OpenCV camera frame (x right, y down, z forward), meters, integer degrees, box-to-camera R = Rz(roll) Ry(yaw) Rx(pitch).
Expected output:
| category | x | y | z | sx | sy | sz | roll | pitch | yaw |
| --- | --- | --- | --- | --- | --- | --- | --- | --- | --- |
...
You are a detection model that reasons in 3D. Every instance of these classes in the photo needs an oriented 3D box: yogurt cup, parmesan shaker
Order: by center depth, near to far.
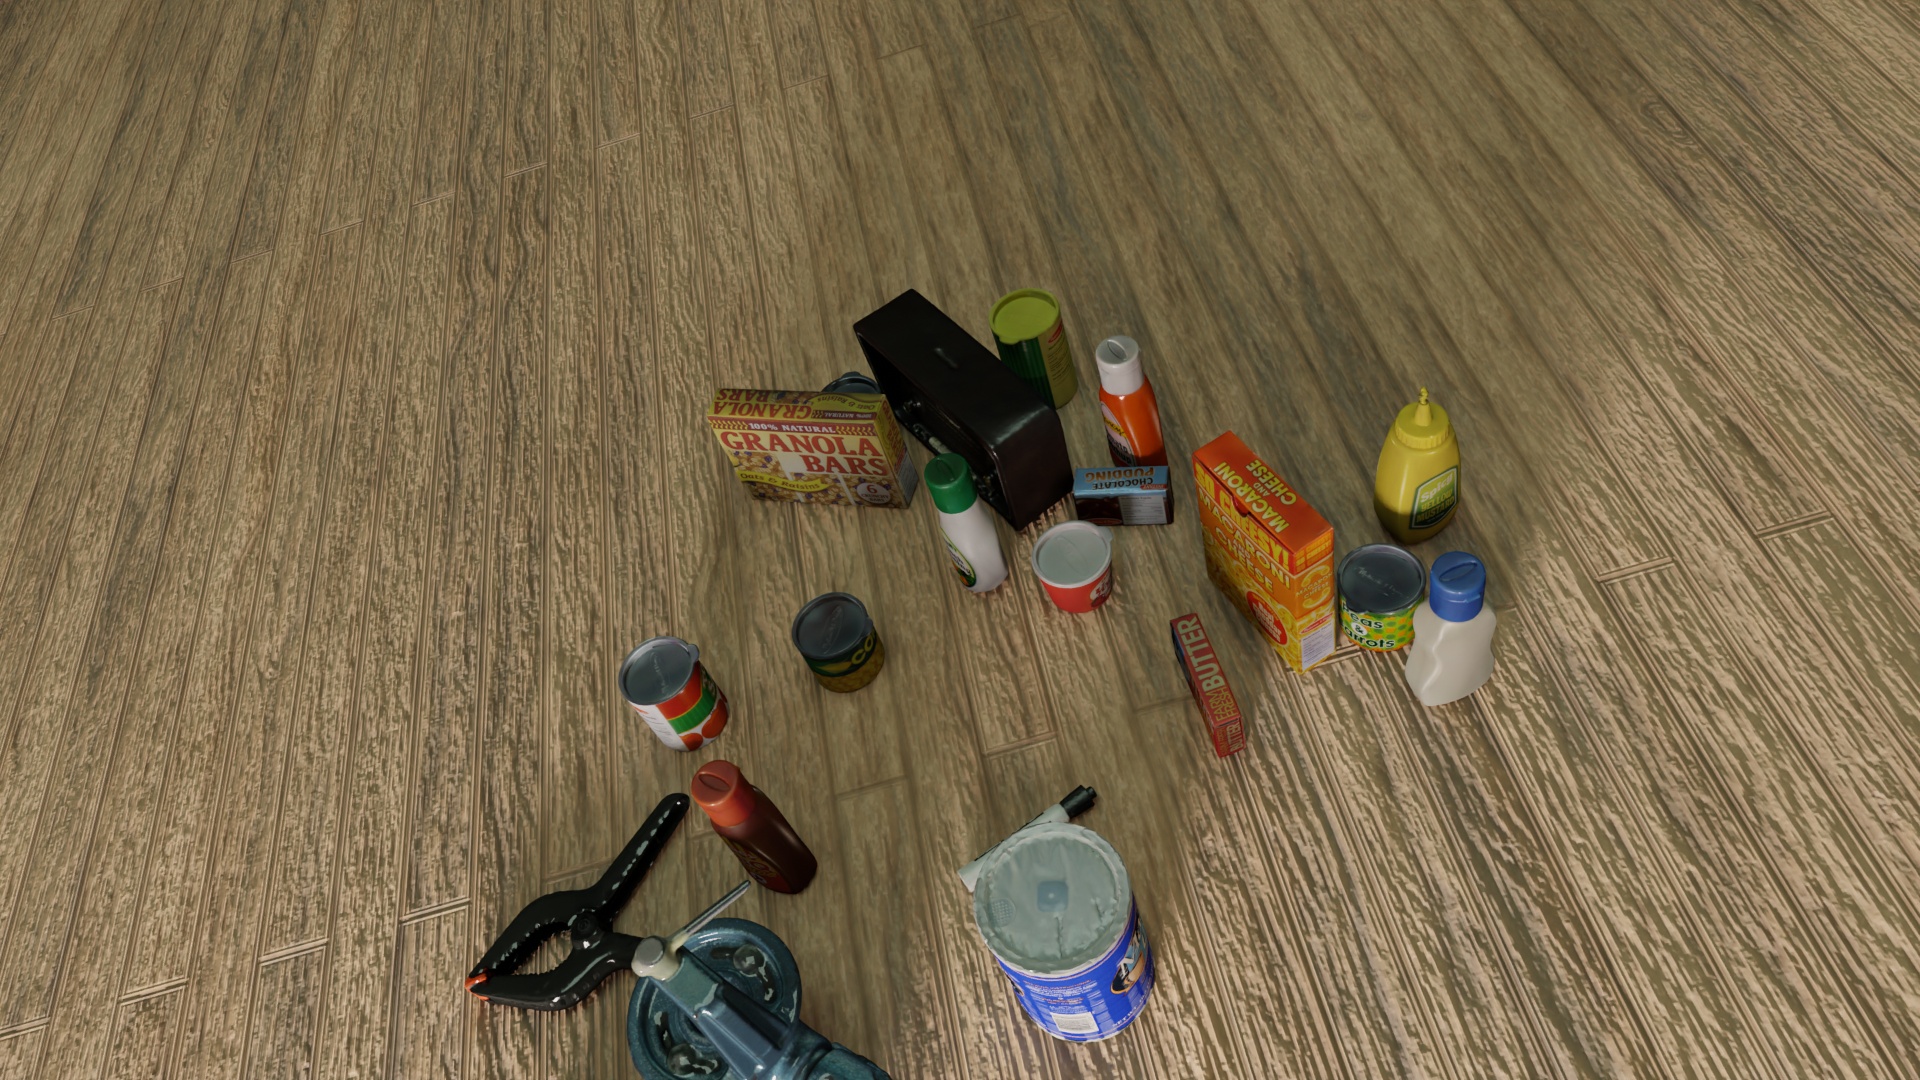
| category | x | y | z | sx | sy | sz | roll | pitch | yaw |
| --- | --- | --- | --- | --- | --- | --- | --- | --- | --- |
| yogurt cup | 0.097 | 0.025 | 1.171 | 0.072 | 0.053 | 0.073 | -8 | 52 | 10 |
| parmesan shaker | 0.068 | -0.174 | 1.300 | 0.071 | 0.102 | 0.071 | -8 | 52 | 10 |

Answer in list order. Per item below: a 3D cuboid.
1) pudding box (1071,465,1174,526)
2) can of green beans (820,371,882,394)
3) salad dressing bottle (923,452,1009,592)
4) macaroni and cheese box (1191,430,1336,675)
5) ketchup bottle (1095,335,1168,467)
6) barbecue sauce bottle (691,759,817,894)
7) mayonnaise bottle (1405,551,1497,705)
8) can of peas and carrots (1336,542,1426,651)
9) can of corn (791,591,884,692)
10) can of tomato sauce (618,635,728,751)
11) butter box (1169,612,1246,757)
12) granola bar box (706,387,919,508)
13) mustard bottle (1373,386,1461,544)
| category | x | y | z | sx | sy | sz | roll | pitch | yaw |
| --- | --- | --- | --- | --- | --- | --- | --- | --- | --- |
| pudding box | 0.142 | -0.038 | 1.209 | 0.084 | 0.049 | 0.030 | -2 | 53 | 15 |
| can of green beans | -0.100 | -0.115 | 1.331 | 0.071 | 0.057 | 0.071 | -8 | 52 | 10 |
| salad dressing bottle | 0.004 | -0.015 | 1.167 | 0.044 | 0.147 | 0.064 | -30 | 52 | -8 |
| macaroni and cheese box | 0.235 | 0.012 | 1.070 | 0.040 | 0.165 | 0.124 | -32 | 52 | -9 |
| ketchup bottle | 0.146 | -0.114 | 1.203 | 0.043 | 0.148 | 0.065 | -31 | 52 | -8 |
| barbecue sauce bottle | -0.157 | 0.213 | 1.038 | 0.065 | 0.148 | 0.044 | 19 | 61 | 28 |
| mayonnaise bottle | 0.357 | 0.064 | 1.007 | 0.065 | 0.147 | 0.041 | -24 | 51 | -3 |
| can of peas and carrots | 0.327 | 0.047 | 1.086 | 0.071 | 0.058 | 0.071 | -8 | 52 | 10 |
| can of corn | -0.100 | 0.087 | 1.176 | 0.071 | 0.058 | 0.071 | -8 | 52 | 10 |
| can of tomato sauce | -0.238 | 0.129 | 1.167 | 0.071 | 0.082 | 0.071 | -8 | 52 | 10 |
| butter box | 0.192 | 0.112 | 1.078 | 0.024 | 0.053 | 0.104 | -19 | 51 | 2 |
| granola bar box | -0.134 | -0.084 | 1.274 | 0.165 | 0.123 | 0.039 | 4 | 55 | 19 |
| mustard bottle | 0.361 | -0.062 | 1.095 | 0.065 | 0.159 | 0.049 | -29 | 51 | -7 |
